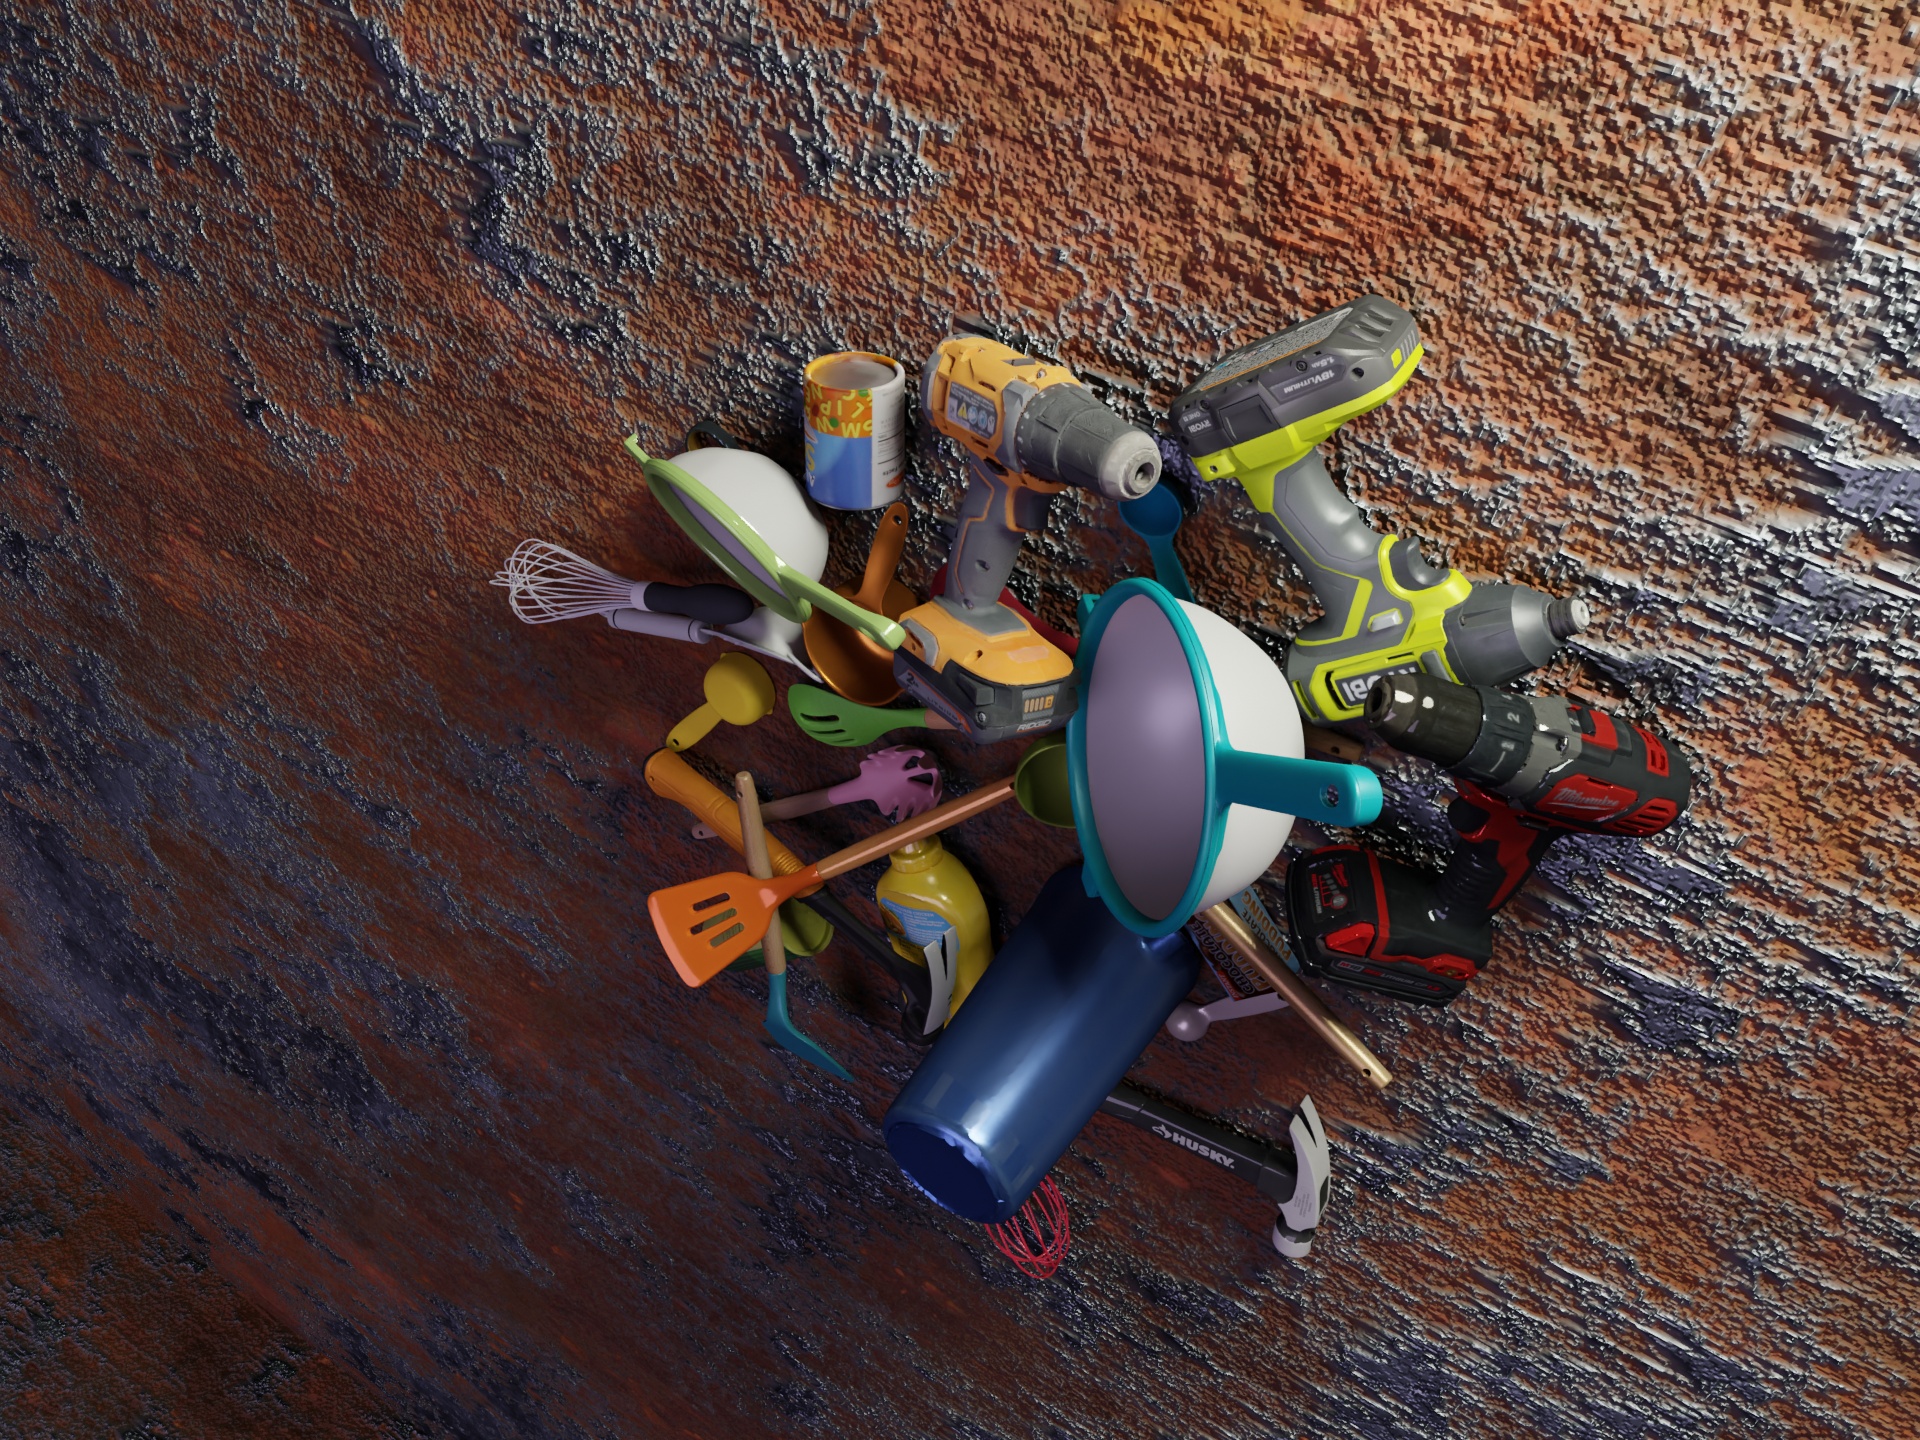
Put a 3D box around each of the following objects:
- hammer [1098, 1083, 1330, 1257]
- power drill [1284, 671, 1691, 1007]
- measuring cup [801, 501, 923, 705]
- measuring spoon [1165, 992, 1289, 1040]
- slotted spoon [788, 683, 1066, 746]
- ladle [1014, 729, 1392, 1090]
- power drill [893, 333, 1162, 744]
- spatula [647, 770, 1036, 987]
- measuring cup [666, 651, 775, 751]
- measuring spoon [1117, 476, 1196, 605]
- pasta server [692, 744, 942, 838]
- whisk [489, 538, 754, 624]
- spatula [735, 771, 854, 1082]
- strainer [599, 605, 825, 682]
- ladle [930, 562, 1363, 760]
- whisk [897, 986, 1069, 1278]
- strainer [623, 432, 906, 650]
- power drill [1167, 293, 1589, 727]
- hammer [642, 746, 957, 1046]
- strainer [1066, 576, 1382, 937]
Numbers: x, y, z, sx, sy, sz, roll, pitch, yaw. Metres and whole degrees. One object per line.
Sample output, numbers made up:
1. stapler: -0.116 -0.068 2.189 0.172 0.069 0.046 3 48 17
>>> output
1. hammer: 0.131 0.300 1.255 0.335 0.035 0.146 20 131 24
2. power drill: 0.272 0.064 0.909 0.187 0.080 0.226 16 136 -16
3. measuring cup: -0.050 -0.090 1.102 0.095 0.052 0.173 33 132 13
4. measuring spoon: 0.196 0.213 1.157 0.124 0.018 0.034 -27 102 43
5. slotted spoon: -0.002 -0.004 1.141 0.314 0.031 0.070 -1 142 34
6. ladle: 0.159 0.127 1.056 0.320 0.062 0.078 46 128 17
7. power drill: 0.038 -0.101 0.954 0.186 0.084 0.226 36 128 45
8. spatula: -0.086 0.105 1.175 0.322 0.041 0.081 -25 90 22
9. measuring cup: -0.206 -0.003 1.290 0.062 0.029 0.156 51 134 -5
10. measuring spoon: 0.133 -0.100 0.990 0.042 0.021 0.128 2 130 34
11. pasta server: -0.123 0.068 1.276 0.316 0.040 0.060 -16 102 43
12. whisk: -0.263 -0.098 1.225 0.285 0.070 0.070 9 125 38
13. spatula: -0.145 0.172 1.276 0.082 0.044 0.317 18 127 34
14. strainer: -0.195 -0.070 1.227 0.258 0.086 0.050 11 83 37
15. ladle: 0.111 -0.033 1.042 0.315 0.031 0.069 21 130 21
16. whisk: 0.019 0.349 1.357 0.073 0.073 0.295 -17 104 42
17. strainer: -0.106 -0.119 1.048 0.257 0.069 0.151 32 166 40
18. power drill: 0.226 -0.108 0.872 0.171 0.080 0.223 -15 114 43
19. hammer: -0.135 0.119 1.268 0.337 0.034 0.127 36 141 25
20. strainer: 0.163 0.024 0.886 0.340 0.095 0.211 -170 78 -71
